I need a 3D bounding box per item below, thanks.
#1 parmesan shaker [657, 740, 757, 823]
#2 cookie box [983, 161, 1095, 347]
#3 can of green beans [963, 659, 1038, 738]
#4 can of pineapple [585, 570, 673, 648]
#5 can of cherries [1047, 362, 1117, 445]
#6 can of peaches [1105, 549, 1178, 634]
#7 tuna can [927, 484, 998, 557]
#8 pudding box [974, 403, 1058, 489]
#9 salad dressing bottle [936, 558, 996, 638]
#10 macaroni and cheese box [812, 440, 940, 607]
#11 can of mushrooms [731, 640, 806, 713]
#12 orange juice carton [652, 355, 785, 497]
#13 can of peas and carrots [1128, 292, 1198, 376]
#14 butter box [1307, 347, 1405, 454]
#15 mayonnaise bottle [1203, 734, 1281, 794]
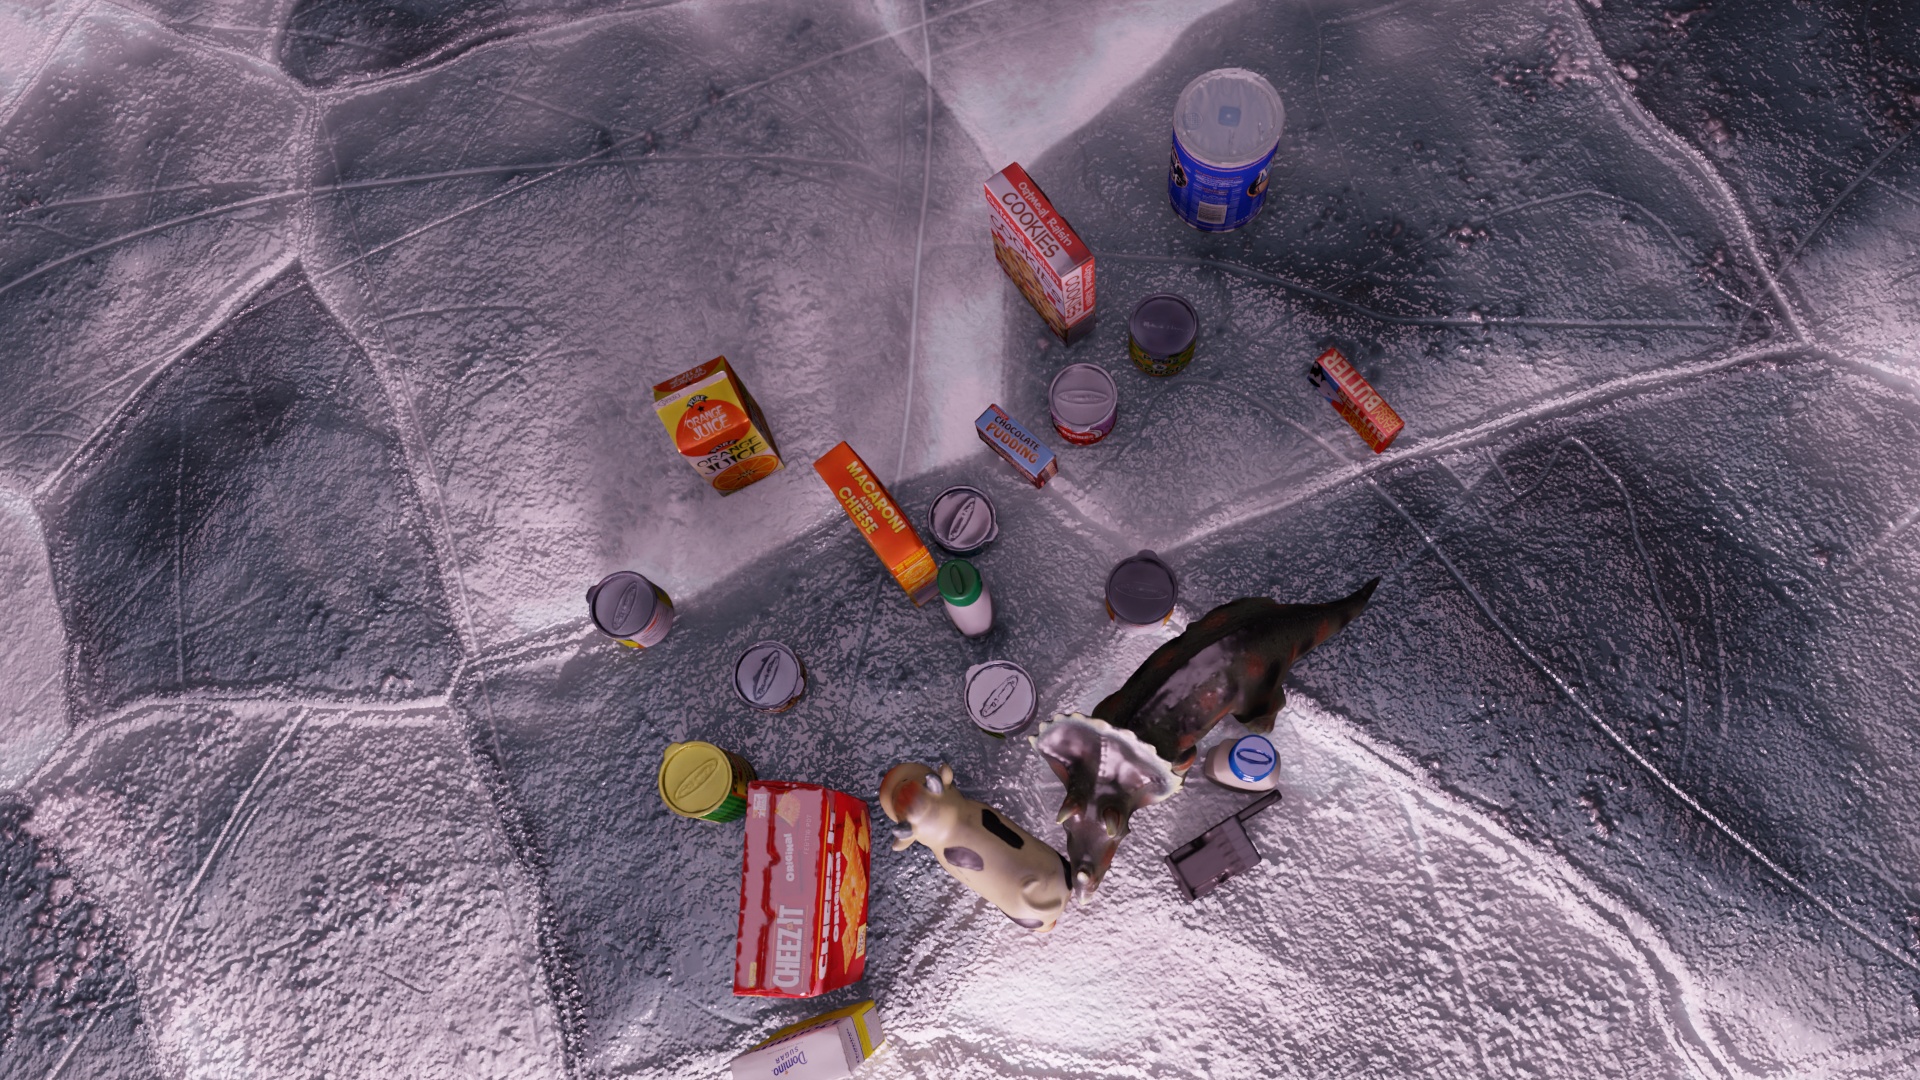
[{"bbox_3d":[-0.229,0.218,1.263,0.071,0.103,0.071,-1,76,5],"label":"parmesan shaker"},{"bbox_3d":[0.079,-0.270,1.328,0.040,0.167,0.123,-36,75,-4],"label":"cookie box"},{"bbox_3d":[0.038,0.147,1.279,0.071,0.057,0.071,-1,75,5],"label":"can of green beans"},{"bbox_3d":[-0.317,0.066,1.335,0.071,0.057,0.071,-1,75,5],"label":"can of pineapple"},{"bbox_3d":[0.118,-0.129,1.343,0.071,0.058,0.071,-1,75,5],"label":"can of cherries"},{"bbox_3d":[0.168,0.049,1.292,0.071,0.058,0.071,-1,75,5],"label":"can of peaches"},{"bbox_3d":[0.005,-0.017,1.338,0.071,0.032,0.071,-1,75,5],"label":"tuna can"},{"bbox_3d":[0.055,-0.091,1.344,0.084,0.049,0.030,42,83,14],"label":"pudding box"},{"bbox_3d":[0.005,0.050,1.261,0.044,0.147,0.064,-16,75,2],"label":"salad dressing bottle"},{"bbox_3d":[-0.071,-0.013,1.275,0.040,0.166,0.124,-37,75,-4],"label":"macaroni and cheese box"},{"bbox_3d":[-0.179,0.131,1.317,0.071,0.033,0.071,-1,75,5],"label":"can of mushrooms"},{"bbox_3d":[-0.229,-0.111,1.303,0.072,0.192,0.073,-25,75,-1],"label":"orange juice carton"},{"bbox_3d":[0.197,-0.197,1.354,0.071,0.058,0.071,-1,75,5],"label":"can of peas and carrots"},{"bbox_3d":[0.376,-0.133,1.322,0.024,0.053,0.103,-38,75,-4],"label":"butter box"},{"bbox_3d":[0.247,0.193,1.199,0.065,0.147,0.041,12,77,9],"label":"mayonnaise bottle"}]
